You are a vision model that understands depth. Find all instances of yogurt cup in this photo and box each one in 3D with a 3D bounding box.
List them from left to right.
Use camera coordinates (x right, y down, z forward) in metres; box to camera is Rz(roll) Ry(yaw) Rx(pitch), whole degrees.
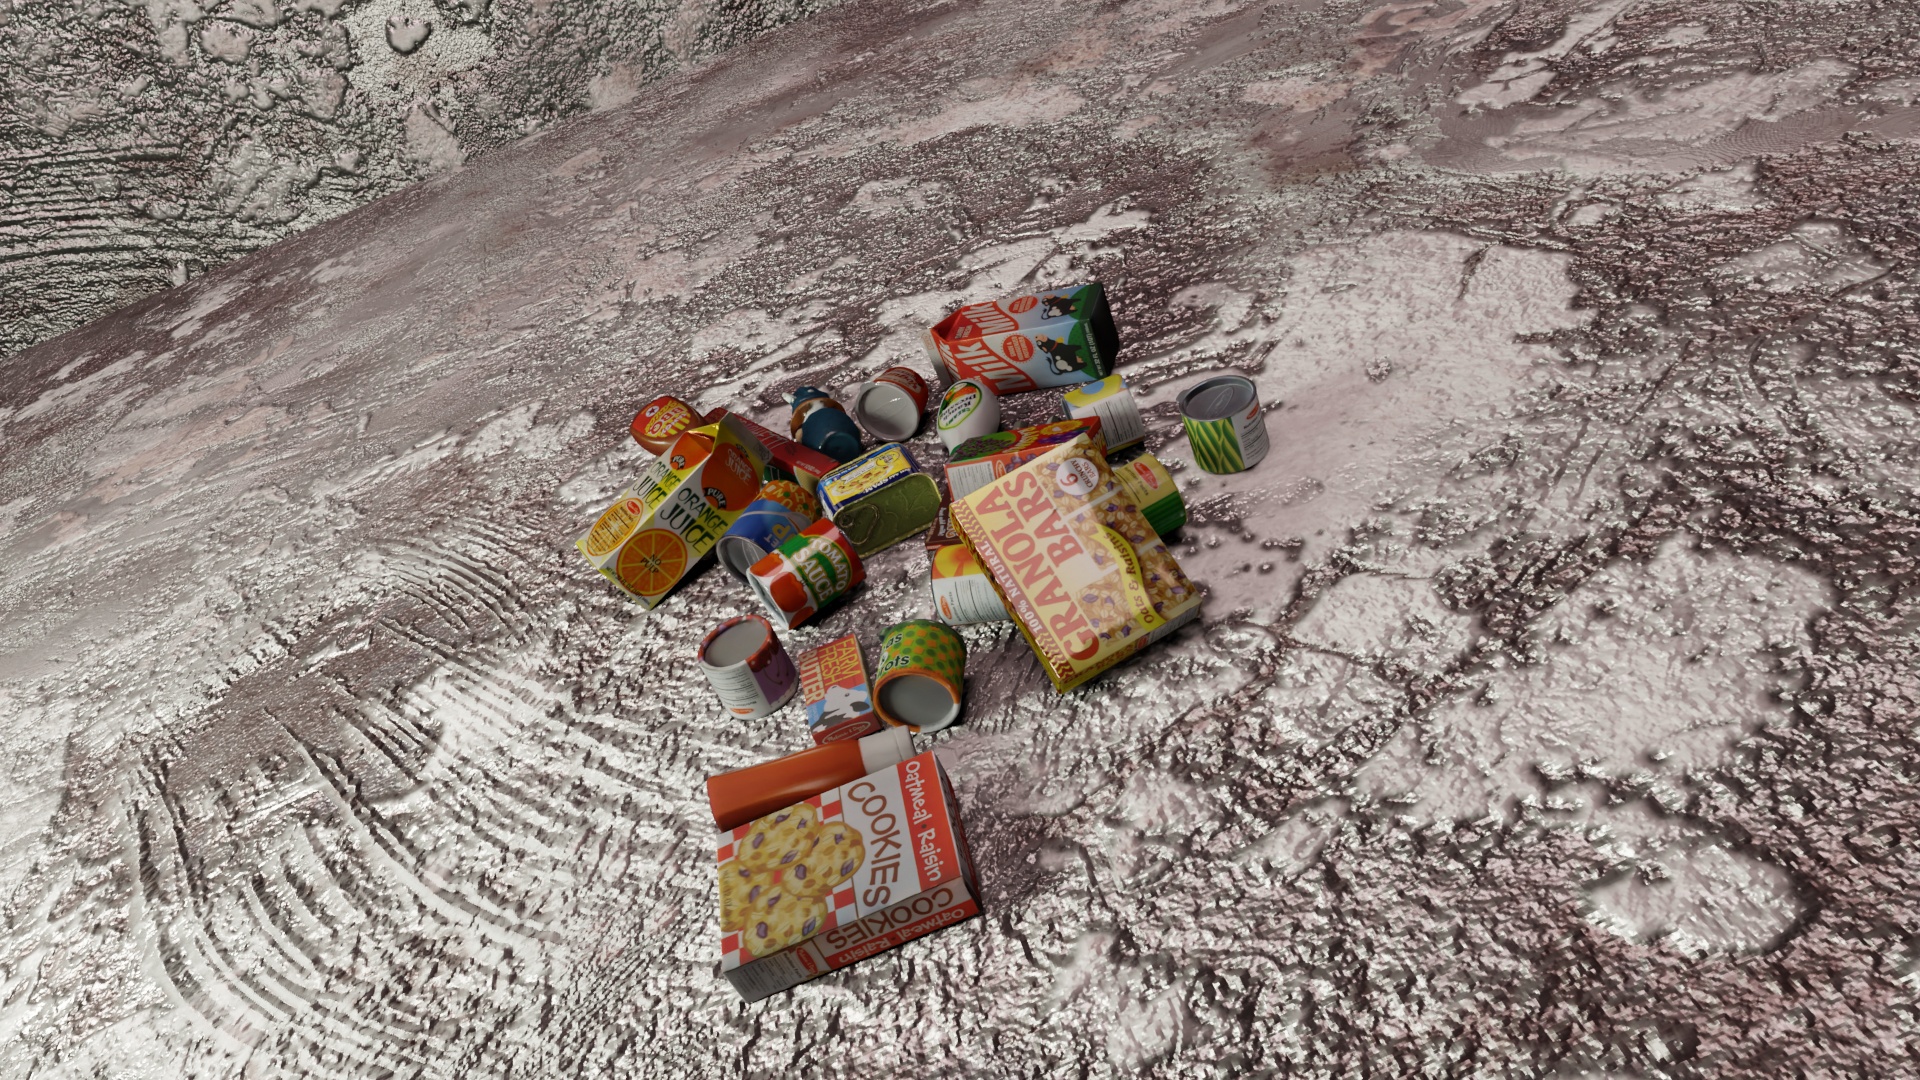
[{"bbox_3d":[-0.066,-0.140,1.403,0.072,0.072,0.054,-6,30,24],"label":"yogurt cup"}]

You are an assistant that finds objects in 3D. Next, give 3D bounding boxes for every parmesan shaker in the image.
[{"bbox_3d":[0.121,-0.019,1.125,0.103,0.071,0.071,-29,34,-8],"label":"parmesan shaker"}]

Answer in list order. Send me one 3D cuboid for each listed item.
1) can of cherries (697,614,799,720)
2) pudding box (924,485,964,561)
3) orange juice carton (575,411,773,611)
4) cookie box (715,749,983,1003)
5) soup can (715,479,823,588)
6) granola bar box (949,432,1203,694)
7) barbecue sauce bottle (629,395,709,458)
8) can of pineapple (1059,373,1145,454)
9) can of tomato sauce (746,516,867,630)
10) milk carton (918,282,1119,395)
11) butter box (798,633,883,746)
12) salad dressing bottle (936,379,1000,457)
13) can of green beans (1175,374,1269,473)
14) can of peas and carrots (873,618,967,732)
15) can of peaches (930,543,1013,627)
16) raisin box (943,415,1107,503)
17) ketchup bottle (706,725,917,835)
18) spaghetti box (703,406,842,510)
[{"bbox_3d":[-0.173,0.101,1.136,0.071,0.058,0.072,-15,35,11],"label":"can of cherries"},{"bbox_3d":[0.004,-0.015,1.219,0.049,0.030,0.084,-5,38,23],"label":"pudding box"},{"bbox_3d":[-0.265,-0.034,1.322,0.193,0.071,0.073,-47,38,-7],"label":"orange juice carton"},{"bbox_3d":[-0.078,0.223,0.933,0.167,0.040,0.123,-22,34,3],"label":"cookie box"},{"bbox_3d":[-0.172,-0.005,1.276,0.071,0.071,0.084,2,41,33],"label":"soup can"},{"bbox_3d":[0.085,0.016,1.052,0.124,0.039,0.166,-28,66,-9],"label":"granola bar box"},{"bbox_3d":[-0.285,-0.106,1.434,0.065,0.043,0.149,-43,39,-16],"label":"barbecue sauce bottle"},{"bbox_3d":[0.127,-0.110,1.247,0.058,0.070,0.071,-22,34,2],"label":"can of pineapple"},{"bbox_3d":[-0.133,0.029,1.204,0.083,0.071,0.071,-35,36,-16],"label":"can of tomato sauce"},{"bbox_3d":[0.056,-0.198,1.402,0.190,0.072,0.074,-7,38,23],"label":"milk carton"},{"bbox_3d":[-0.096,0.119,1.098,0.053,0.024,0.104,-22,34,0],"label":"butter box"},{"bbox_3d":[0.008,-0.098,1.316,0.064,0.044,0.148,-30,31,19],"label":"salad dressing bottle"},{"bbox_3d":[0.225,-0.099,1.182,0.071,0.057,0.071,-15,35,11],"label":"can of green beans"},{"bbox_3d":[-0.032,0.101,1.046,0.071,0.070,0.059,-12,36,15],"label":"can of peas and carrots"},{"bbox_3d":[0.015,0.032,1.116,0.058,0.071,0.071,-8,37,21],"label":"can of peaches"},{"bbox_3d":[0.057,-0.069,1.186,0.123,0.040,0.086,-9,16,18],"label":"raisin box"},{"bbox_3d":[-0.104,0.172,1.002,0.149,0.064,0.043,-16,68,-3],"label":"ketchup bottle"},{"bbox_3d":[-0.189,-0.083,1.406,0.029,0.050,0.250,-38,36,-22],"label":"spaghetti box"}]
